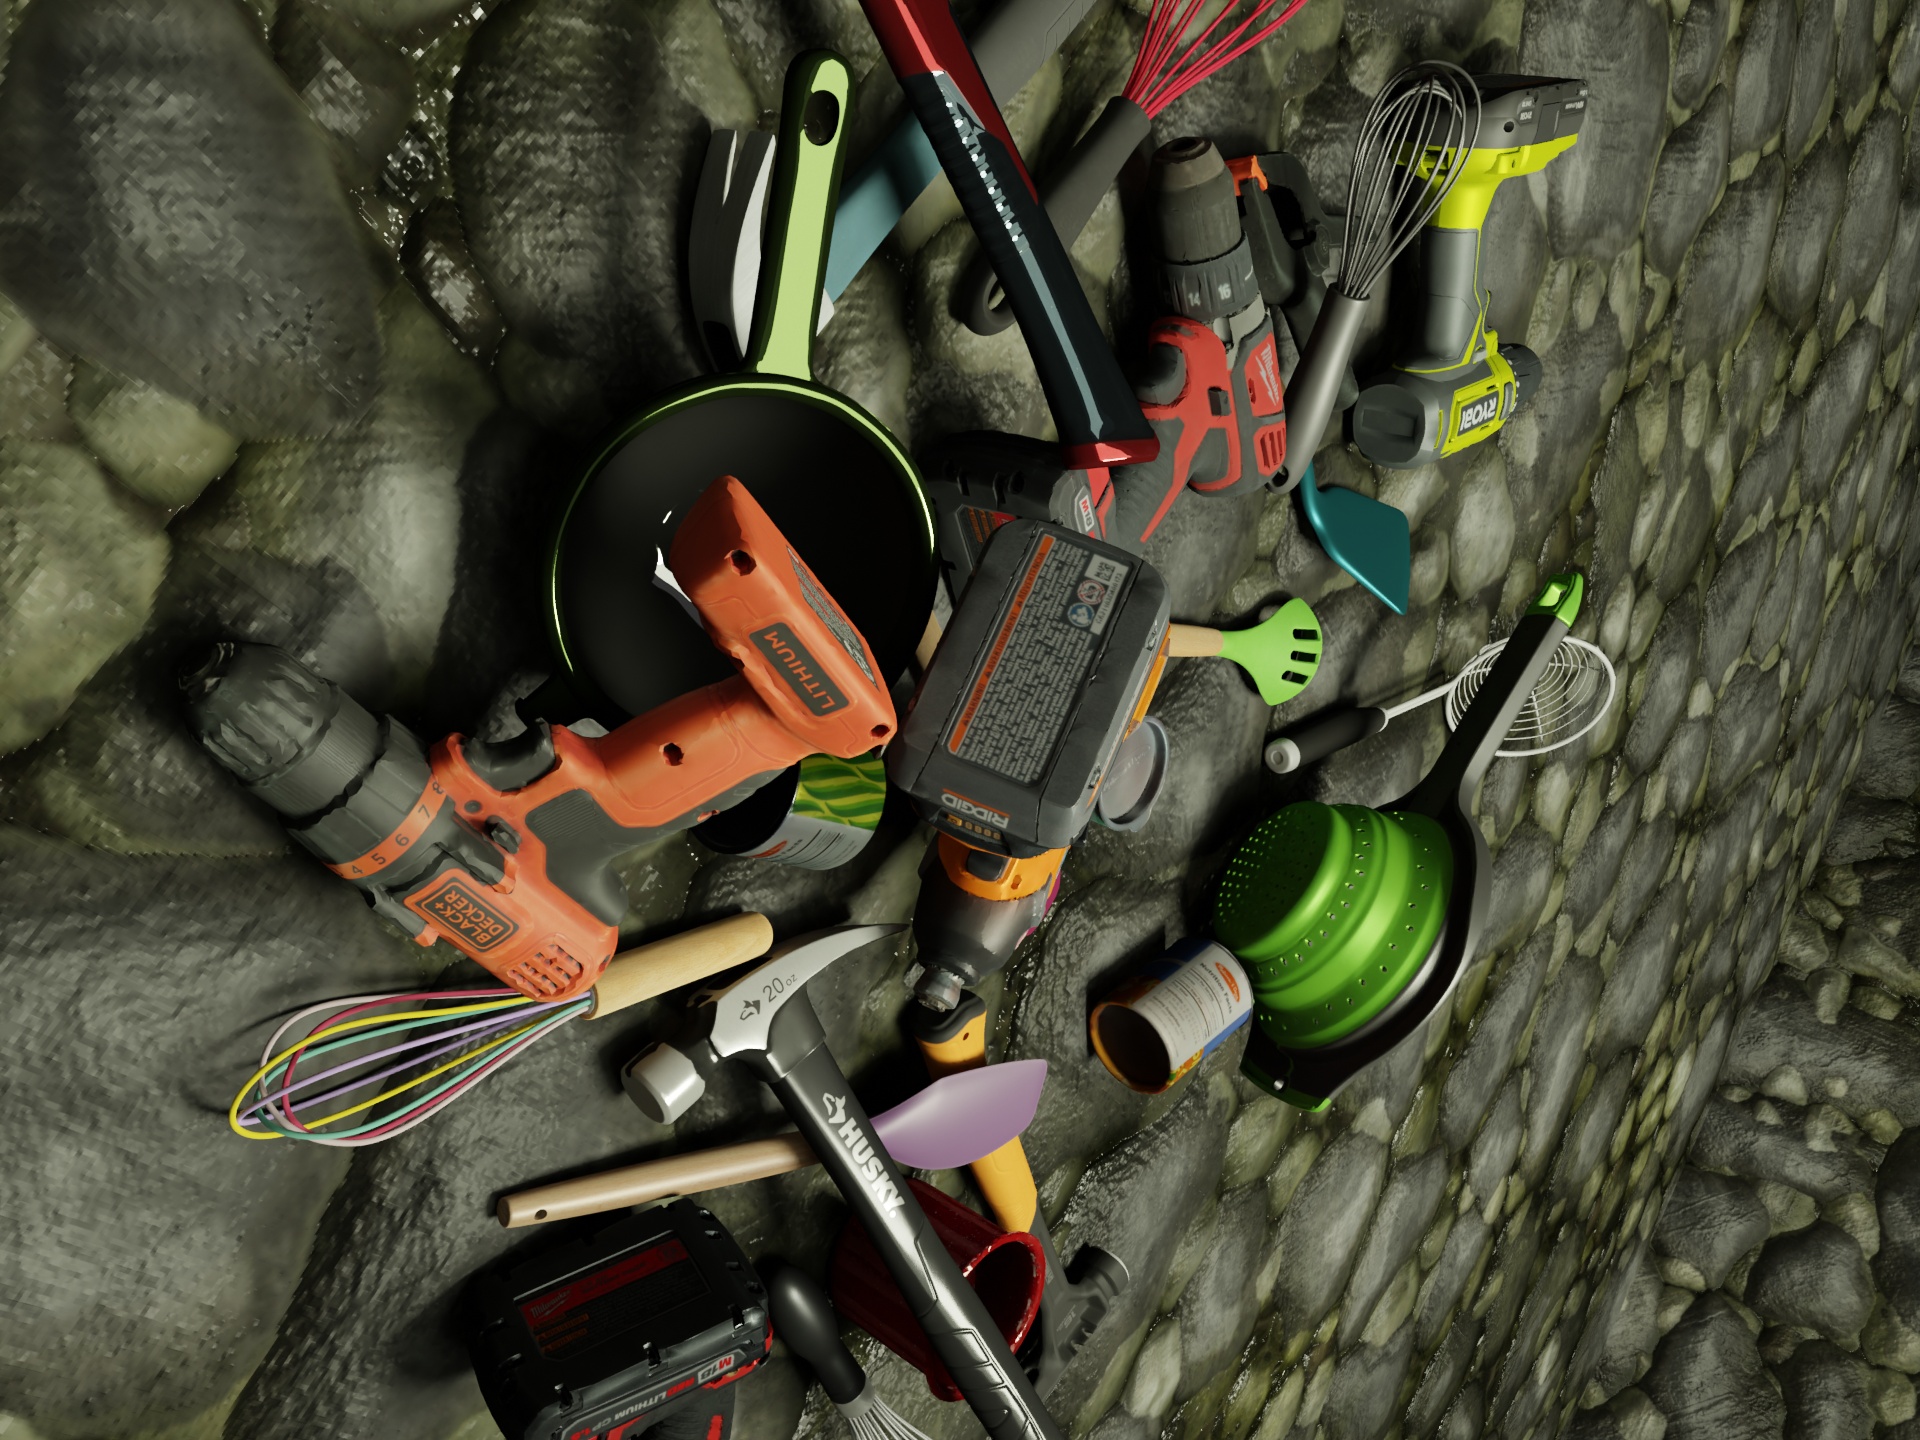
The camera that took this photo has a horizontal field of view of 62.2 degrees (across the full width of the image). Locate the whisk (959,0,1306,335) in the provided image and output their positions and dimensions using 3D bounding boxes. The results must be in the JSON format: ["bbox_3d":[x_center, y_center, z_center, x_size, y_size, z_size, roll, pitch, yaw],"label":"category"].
[{"bbox_3d":[0.090,-0.294,0.736,0.296,0.073,0.073,-54,140,-10],"label":"whisk"}]

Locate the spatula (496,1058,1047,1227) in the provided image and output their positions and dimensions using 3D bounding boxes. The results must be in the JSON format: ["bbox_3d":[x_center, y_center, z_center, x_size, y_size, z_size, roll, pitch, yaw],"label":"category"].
[{"bbox_3d":[-0.072,0.205,0.757,0.315,0.018,0.059,2,109,-43],"label":"spatula"}]

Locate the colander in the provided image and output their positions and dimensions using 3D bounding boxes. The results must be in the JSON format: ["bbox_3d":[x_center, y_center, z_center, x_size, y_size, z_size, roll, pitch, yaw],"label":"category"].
[{"bbox_3d":[0.272,0.050,1.023,0.094,0.204,0.397,35,82,-16],"label":"colander"}]

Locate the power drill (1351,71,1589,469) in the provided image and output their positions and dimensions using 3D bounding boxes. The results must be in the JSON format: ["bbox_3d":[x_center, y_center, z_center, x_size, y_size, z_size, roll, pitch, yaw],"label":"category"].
[{"bbox_3d":[0.329,-0.285,1.011,0.190,0.080,0.228,-26,127,-41],"label":"power drill"}]

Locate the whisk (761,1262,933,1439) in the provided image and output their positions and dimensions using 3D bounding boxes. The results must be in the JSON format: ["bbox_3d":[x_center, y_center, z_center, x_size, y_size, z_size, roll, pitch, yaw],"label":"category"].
[{"bbox_3d":[-0.047,0.381,0.863,0.070,0.070,0.284,-44,130,-30],"label":"whisk"}]

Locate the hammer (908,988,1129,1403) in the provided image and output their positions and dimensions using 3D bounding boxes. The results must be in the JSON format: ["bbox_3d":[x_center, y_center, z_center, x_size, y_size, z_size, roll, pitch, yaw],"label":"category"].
[{"bbox_3d":[0.024,0.279,0.920,0.127,0.034,0.336,-45,135,-30],"label":"hammer"}]

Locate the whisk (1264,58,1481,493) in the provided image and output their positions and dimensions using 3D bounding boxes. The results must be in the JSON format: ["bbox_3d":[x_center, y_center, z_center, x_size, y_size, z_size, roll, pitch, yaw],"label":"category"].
[{"bbox_3d":[0.205,-0.221,0.828,0.055,0.055,0.238,-26,143,-42],"label":"whisk"}]

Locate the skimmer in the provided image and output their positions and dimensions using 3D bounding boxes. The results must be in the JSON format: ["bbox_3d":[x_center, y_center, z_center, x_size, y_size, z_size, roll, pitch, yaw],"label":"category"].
[{"bbox_3d":[0.351,0.007,1.150,0.363,0.090,0.127,-17,149,-43],"label":"skimmer"}]

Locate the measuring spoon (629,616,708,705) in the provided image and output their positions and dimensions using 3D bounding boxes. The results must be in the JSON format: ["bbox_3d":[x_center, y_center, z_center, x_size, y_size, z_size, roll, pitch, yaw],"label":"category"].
[{"bbox_3d":[-0.094,-0.038,0.653,0.124,0.018,0.034,-46,136,-28],"label":"measuring spoon"}]

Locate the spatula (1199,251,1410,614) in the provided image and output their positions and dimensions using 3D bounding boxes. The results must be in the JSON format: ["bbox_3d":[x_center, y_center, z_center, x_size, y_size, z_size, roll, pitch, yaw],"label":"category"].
[{"bbox_3d":[0.199,-0.177,0.926,0.317,0.044,0.082,48,44,-46],"label":"spatula"}]

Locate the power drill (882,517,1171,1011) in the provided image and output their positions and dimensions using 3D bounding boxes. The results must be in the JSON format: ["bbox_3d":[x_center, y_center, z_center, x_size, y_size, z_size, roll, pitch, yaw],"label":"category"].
[{"bbox_3d":[0.020,0.031,0.675,0.226,0.084,0.164,92,21,-69],"label":"power drill"}]

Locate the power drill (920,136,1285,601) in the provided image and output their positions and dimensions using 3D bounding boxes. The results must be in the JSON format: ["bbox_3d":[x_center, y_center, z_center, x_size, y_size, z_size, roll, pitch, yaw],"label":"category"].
[{"bbox_3d":[0.081,-0.153,0.770,0.227,0.080,0.187,-47,137,-31],"label":"power drill"}]

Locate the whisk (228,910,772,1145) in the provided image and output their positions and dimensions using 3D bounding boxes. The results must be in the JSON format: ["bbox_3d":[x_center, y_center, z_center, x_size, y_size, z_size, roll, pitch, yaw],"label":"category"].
[{"bbox_3d":[-0.163,0.111,0.618,0.245,0.051,0.047,-14,110,-50],"label":"whisk"}]

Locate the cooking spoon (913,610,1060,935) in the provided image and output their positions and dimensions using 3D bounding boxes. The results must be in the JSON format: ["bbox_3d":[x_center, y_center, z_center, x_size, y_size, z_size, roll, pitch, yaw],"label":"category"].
[{"bbox_3d":[-0.001,-0.002,0.781,0.069,0.017,0.318,-54,140,-30],"label":"cooking spoon"}]

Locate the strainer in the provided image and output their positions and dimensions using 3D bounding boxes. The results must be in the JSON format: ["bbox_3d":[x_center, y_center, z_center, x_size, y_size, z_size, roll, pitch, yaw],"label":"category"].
[{"bbox_3d":[-0.079,-0.111,0.585,0.151,0.069,0.256,3,109,-26],"label":"strainer"}]

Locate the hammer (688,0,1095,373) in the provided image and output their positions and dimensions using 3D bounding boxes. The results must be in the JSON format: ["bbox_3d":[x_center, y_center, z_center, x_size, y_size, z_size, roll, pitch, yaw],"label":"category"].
[{"bbox_3d":[0.002,-0.260,0.663,0.331,0.033,0.128,-54,140,-20],"label":"hammer"}]

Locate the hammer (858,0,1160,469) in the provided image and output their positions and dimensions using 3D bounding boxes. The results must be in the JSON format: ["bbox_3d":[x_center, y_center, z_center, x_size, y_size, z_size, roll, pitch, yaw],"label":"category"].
[{"bbox_3d":[-0.008,-0.257,0.576,0.385,0.038,0.143,58,47,-34],"label":"hammer"}]

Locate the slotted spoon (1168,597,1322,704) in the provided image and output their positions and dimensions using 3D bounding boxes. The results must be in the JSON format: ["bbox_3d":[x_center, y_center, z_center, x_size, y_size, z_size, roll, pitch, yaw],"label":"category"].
[{"bbox_3d":[0.131,-0.044,0.917,0.313,0.031,0.070,1,104,-49],"label":"slotted spoon"}]

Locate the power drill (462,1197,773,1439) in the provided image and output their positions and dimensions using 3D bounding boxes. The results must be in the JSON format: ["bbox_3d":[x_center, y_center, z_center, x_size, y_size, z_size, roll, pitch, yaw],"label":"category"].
[{"bbox_3d":[-0.148,0.330,0.695,0.143,0.079,0.219,-16,124,-29],"label":"power drill"}]

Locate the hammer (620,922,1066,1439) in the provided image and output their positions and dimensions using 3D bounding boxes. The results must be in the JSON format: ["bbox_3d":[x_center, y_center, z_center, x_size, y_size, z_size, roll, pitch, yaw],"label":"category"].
[{"bbox_3d":[-0.018,0.249,0.750,0.146,0.035,0.334,-39,107,-35],"label":"hammer"}]
